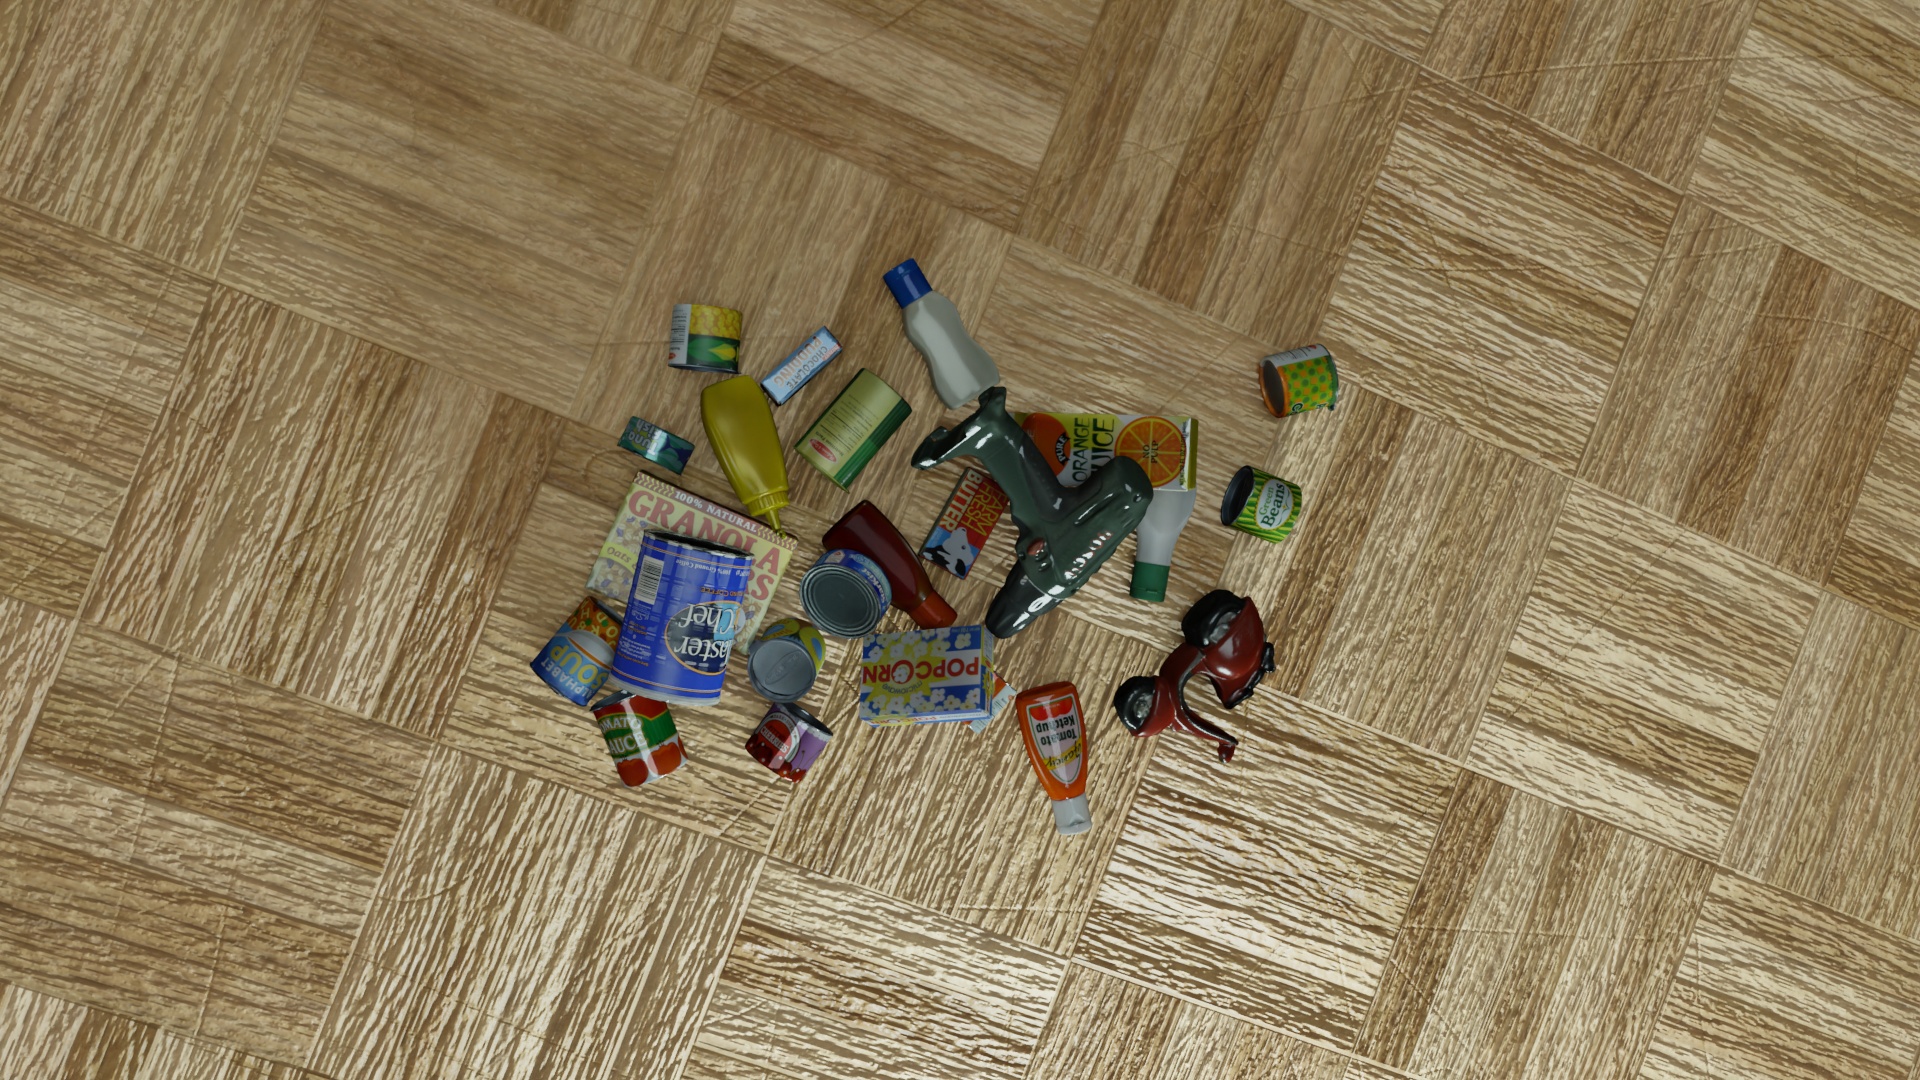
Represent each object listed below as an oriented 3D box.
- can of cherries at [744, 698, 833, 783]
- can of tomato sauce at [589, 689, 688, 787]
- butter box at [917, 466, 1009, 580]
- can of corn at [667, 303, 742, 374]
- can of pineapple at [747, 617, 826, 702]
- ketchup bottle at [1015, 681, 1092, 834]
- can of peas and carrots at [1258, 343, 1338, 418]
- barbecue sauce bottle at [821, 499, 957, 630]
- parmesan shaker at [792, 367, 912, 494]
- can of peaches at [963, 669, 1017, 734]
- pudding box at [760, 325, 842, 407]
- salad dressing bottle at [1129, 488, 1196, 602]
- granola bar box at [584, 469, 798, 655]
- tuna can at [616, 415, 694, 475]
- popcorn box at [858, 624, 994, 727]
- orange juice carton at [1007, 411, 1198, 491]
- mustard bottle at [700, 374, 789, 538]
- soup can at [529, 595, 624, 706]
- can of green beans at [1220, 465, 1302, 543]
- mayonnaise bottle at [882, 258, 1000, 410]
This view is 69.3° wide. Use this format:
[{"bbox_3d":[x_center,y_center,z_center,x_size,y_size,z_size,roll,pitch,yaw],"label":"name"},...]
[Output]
[{"bbox_3d":[-0.167,0.192,1.340,0.071,0.071,0.058,36,88,-9],"label":"can of cherries"},{"bbox_3d":[-0.305,0.184,1.317,0.071,0.071,0.083,-21,97,-8],"label":"can of tomato sauce"},{"bbox_3d":[0.005,-0.017,1.383,0.053,0.024,0.103,30,88,-11],"label":"butter box"},{"bbox_3d":[-0.239,-0.190,1.314,0.071,0.071,0.058,5,92,-10],"label":"can of corn"},{"bbox_3d":[-0.167,0.112,1.334,0.071,0.058,0.070,1,108,5],"label":"can of pineapple"},{"bbox_3d":[0.100,0.220,1.401,0.065,0.043,0.148,-13,95,-9],"label":"ketchup bottle"},{"bbox_3d":[0.343,-0.160,1.412,0.059,0.071,0.071,-14,95,-8],"label":"can of peas and carrots"},{"bbox_3d":[-0.065,0.033,1.364,0.065,0.044,0.148,-42,99,7],"label":"barbecue sauce bottle"},{"bbox_3d":[-0.101,-0.106,1.339,0.071,0.071,0.103,41,85,-9],"label":"parmesan shaker"},{"bbox_3d":[0.011,0.147,1.372,0.071,0.071,0.058,43,86,-9],"label":"can of peaches"},{"bbox_3d":[-0.153,-0.167,1.336,0.084,0.049,0.030,-43,97,-5],"label":"pudding box"},{"bbox_3d":[0.200,-0.013,1.407,0.064,0.044,0.147,9,92,-5],"label":"salad dressing bottle"},{"bbox_3d":[-0.256,0.021,1.333,0.165,0.039,0.124,24,90,-10],"label":"granola bar box"},{"bbox_3d":[-0.287,-0.090,1.307,0.071,0.071,0.033,26,87,-10],"label":"tuna can"},{"bbox_3d":[-0.032,0.131,1.334,0.126,0.038,0.085,-7,66,19],"label":"popcorn box"},{"bbox_3d":[0.133,-0.088,1.359,0.193,0.073,0.071,3,94,14],"label":"orange juice carton"},{"bbox_3d":[-0.198,-0.075,1.322,0.065,0.048,0.160,-18,85,-16],"label":"mustard bottle"},{"bbox_3d":[-0.351,0.104,1.305,0.071,0.071,0.084,40,86,-9],"label":"soup can"},{"bbox_3d":[0.306,-0.036,1.411,0.058,0.071,0.071,20,90,-10],"label":"can of green beans"},{"bbox_3d":[-0.023,-0.204,1.362,0.065,0.041,0.148,-32,96,-8],"label":"mayonnaise bottle"}]
